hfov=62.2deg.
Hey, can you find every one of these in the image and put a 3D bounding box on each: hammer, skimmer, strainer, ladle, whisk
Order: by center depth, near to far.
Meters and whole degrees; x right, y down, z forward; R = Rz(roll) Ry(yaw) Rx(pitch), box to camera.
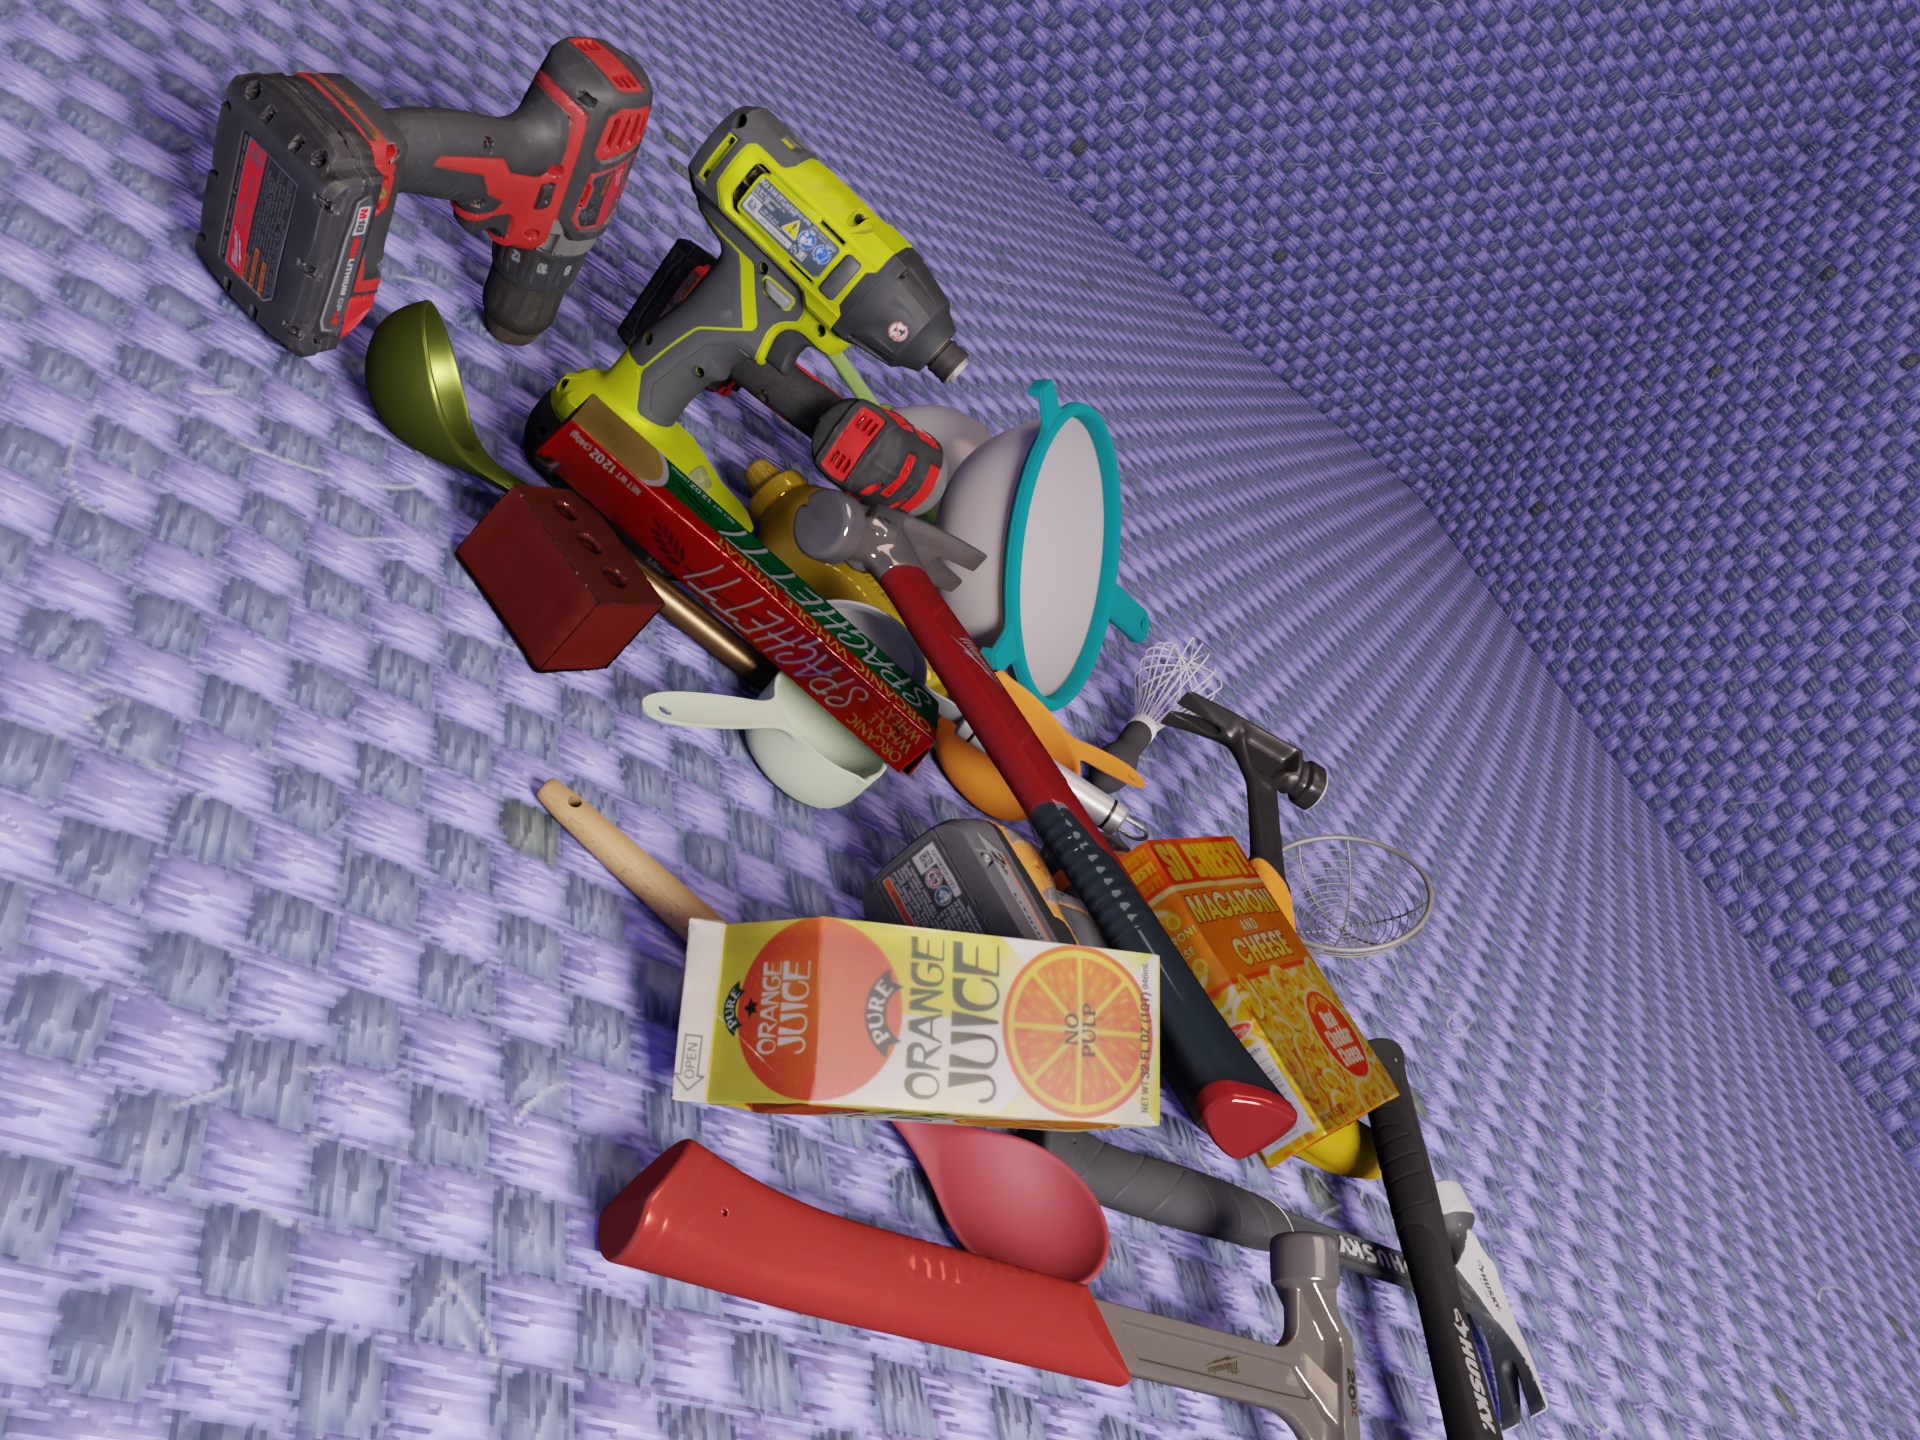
[{"bbox_3d":[0.026,0.242,0.617,0.358,0.036,0.149,25,54,-29],"label":"hammer"},{"bbox_3d":[-0.062,0.134,0.684,0.315,0.031,0.069,42,39,-2],"label":"ladle"},{"bbox_3d":[0.051,0.039,0.793,0.143,0.038,0.387,13,39,-55],"label":"hammer"},{"bbox_3d":[-0.172,-0.093,0.833,0.320,0.062,0.078,39,11,-21],"label":"ladle"},{"bbox_3d":[0.177,0.277,0.843,0.408,0.036,0.149,27,30,-35],"label":"hammer"},{"bbox_3d":[0.257,0.299,0.854,0.146,0.035,0.335,36,27,-19],"label":"hammer"},{"bbox_3d":[-0.001,-0.003,0.897,0.258,0.086,0.050,33,44,-5],"label":"strainer"},{"bbox_3d":[0.188,0.113,0.997,0.127,0.034,0.337,29,35,-15],"label":"hammer"},{"bbox_3d":[0.193,0.098,1.082,0.363,0.090,0.127,19,15,-44],"label":"skimmer"},{"bbox_3d":[0.058,-0.106,1.162,0.095,0.211,0.340,8,-6,21],"label":"strainer"},{"bbox_3d":[-0.024,-0.217,1.166,0.256,0.069,0.152,51,16,-43],"label":"strainer"},{"bbox_3d":[0.147,-0.002,1.217,0.070,0.070,0.285,46,28,0],"label":"whisk"}]

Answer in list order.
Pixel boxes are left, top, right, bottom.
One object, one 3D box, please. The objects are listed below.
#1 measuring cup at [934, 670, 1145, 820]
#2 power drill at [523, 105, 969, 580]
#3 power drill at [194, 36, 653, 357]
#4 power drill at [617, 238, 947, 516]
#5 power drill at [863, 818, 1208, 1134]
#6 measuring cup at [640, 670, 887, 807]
[{"bbox_3d":[0.052,0.031,1.010,0.173,0.052,0.095,23,33,-46],"label":"measuring cup"},{"bbox_3d":[-0.117,-0.188,0.862,0.171,0.223,0.080,43,24,-6],"label":"power drill"},{"bbox_3d":[-0.272,-0.259,0.832,0.080,0.187,0.227,46,41,9],"label":"power drill"},{"bbox_3d":[-0.102,-0.209,1.031,0.220,0.078,0.143,39,9,16],"label":"power drill"},{"bbox_3d":[0.067,0.140,0.830,0.226,0.084,0.185,14,40,-58],"label":"power drill"},{"bbox_3d":[-0.105,0.009,0.803,0.167,0.038,0.083,6,45,-53],"label":"measuring cup"}]
